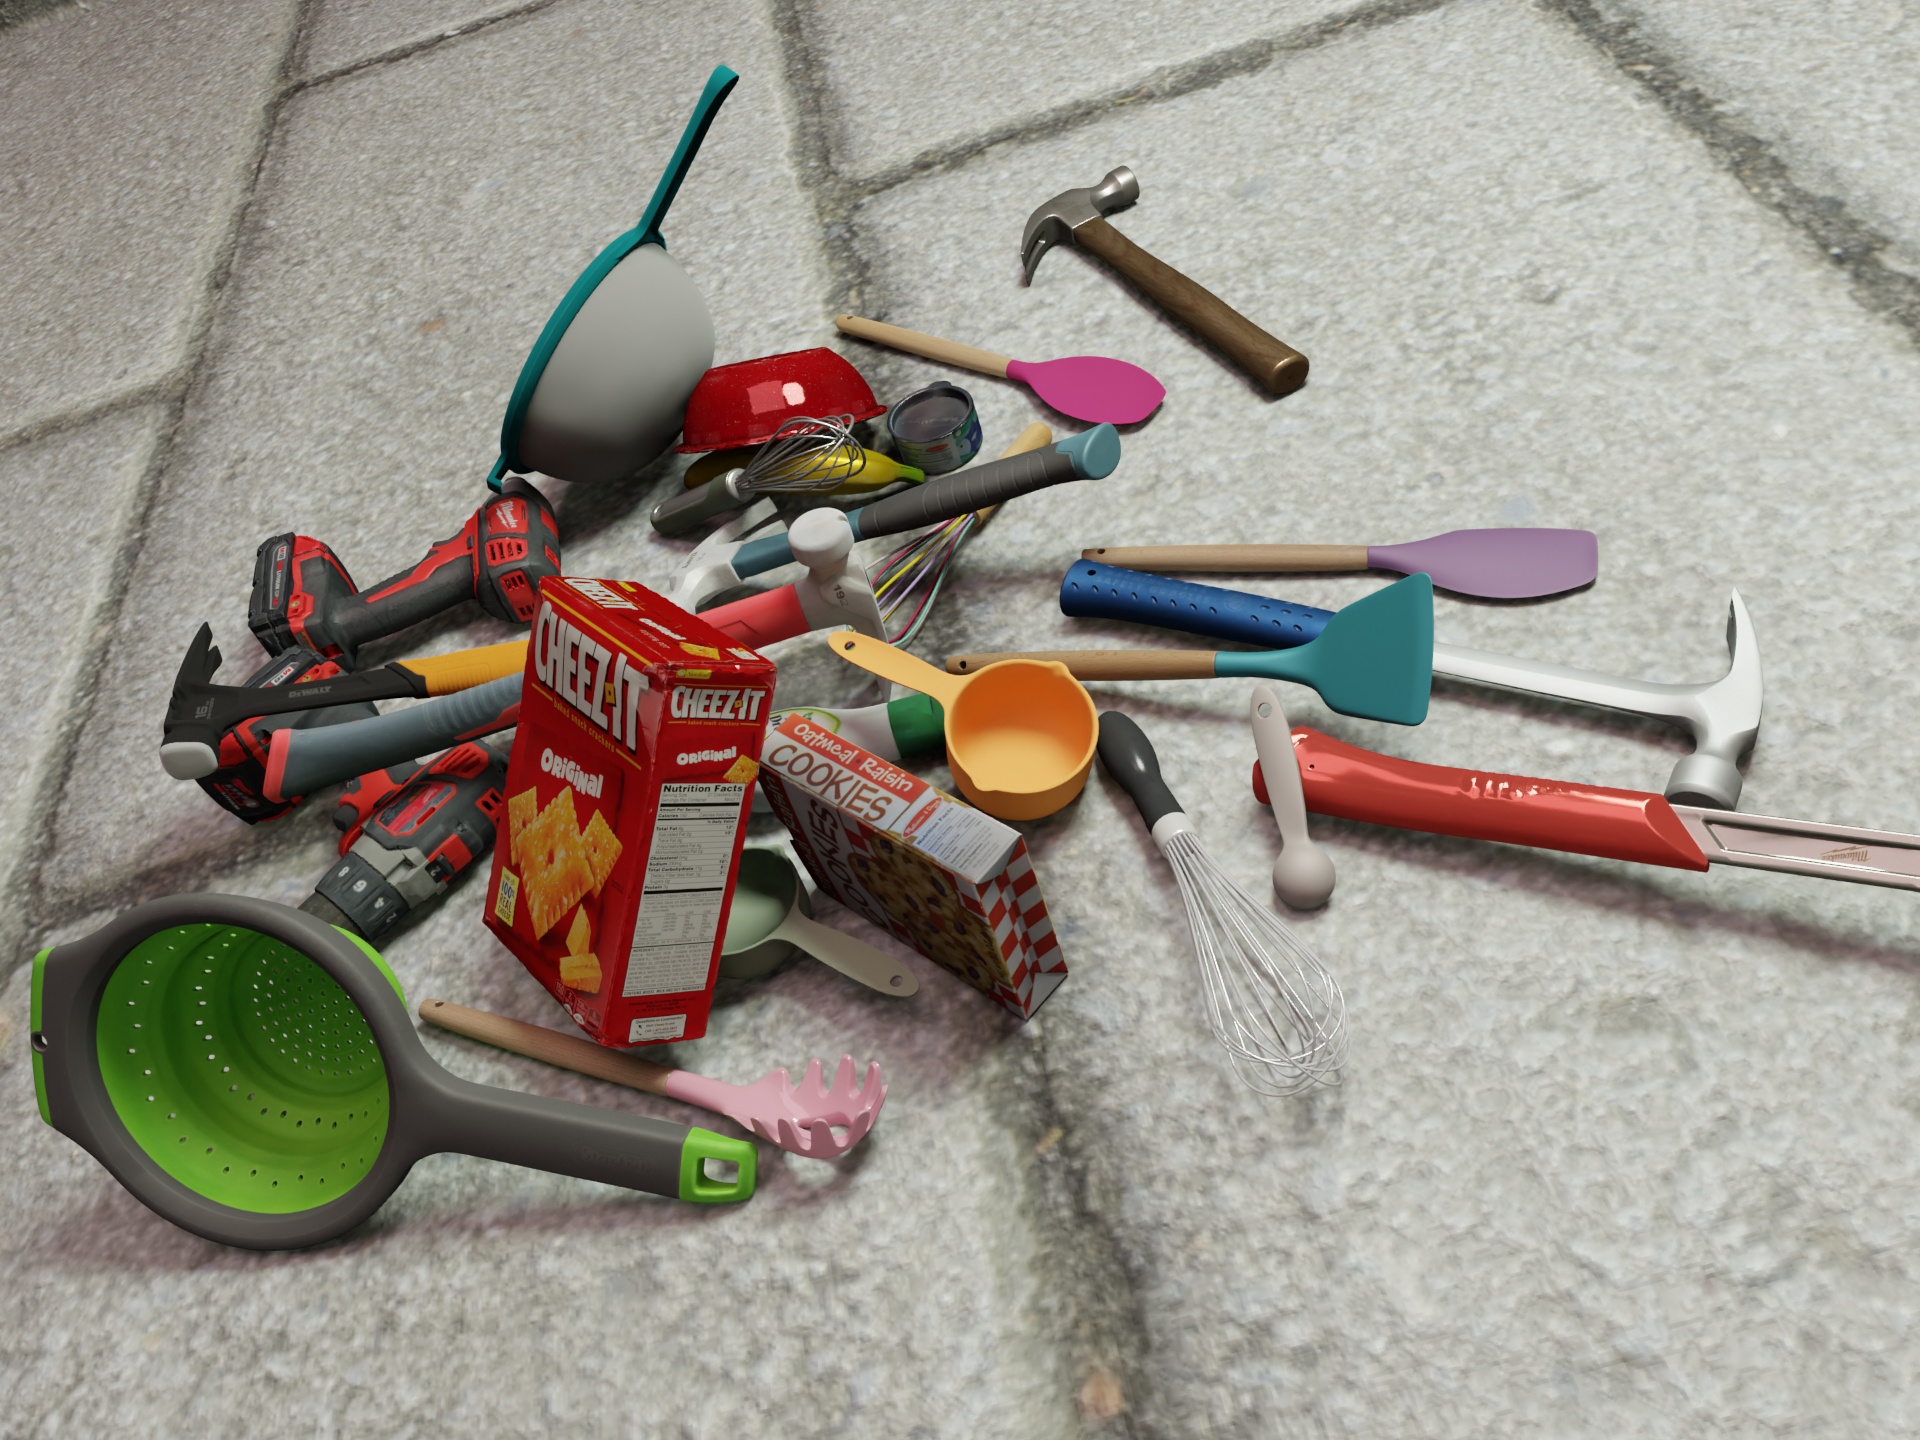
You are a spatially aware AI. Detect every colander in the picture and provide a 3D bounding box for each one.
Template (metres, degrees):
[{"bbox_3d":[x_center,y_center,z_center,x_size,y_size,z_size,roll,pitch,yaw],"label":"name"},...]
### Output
[{"bbox_3d":[-0.293,0.189,0.860,0.397,0.204,0.094,9,16,7],"label":"colander"}]

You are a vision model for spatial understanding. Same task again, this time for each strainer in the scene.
[{"bbox_3d":[-0.215,-0.302,1.166,0.095,0.340,0.211,33,27,-3],"label":"strainer"}]

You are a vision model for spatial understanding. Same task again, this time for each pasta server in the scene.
[{"bbox_3d":[-0.178,0.184,0.864,0.316,0.040,0.060,8,25,28],"label":"pasta server"}]

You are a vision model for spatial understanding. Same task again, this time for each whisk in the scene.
[{"bbox_3d":[0.125,0.082,0.840,0.070,0.070,0.285,-23,41,-2],"label":"whisk"},{"bbox_3d":[-0.149,-0.166,1.110,0.246,0.059,0.058,-11,52,49],"label":"whisk"},{"bbox_3d":[-0.005,-0.129,1.086,0.051,0.047,0.245,17,54,33],"label":"whisk"}]

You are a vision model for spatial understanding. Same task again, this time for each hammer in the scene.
[{"bbox_3d":[0.247,-0.047,0.926,0.406,0.035,0.144,14,56,30],"label":"hammer"},{"bbox_3d":[-0.335,-0.034,1.038,0.337,0.034,0.127,-8,41,-8],"label":"hammer"},{"bbox_3d":[-0.051,-0.134,1.060,0.331,0.033,0.128,-14,31,24],"label":"hammer"},{"bbox_3d":[0.317,0.059,0.787,0.359,0.036,0.149,7,78,32],"label":"hammer"},{"bbox_3d":[-0.235,-0.012,0.979,0.386,0.143,0.038,-18,44,0],"label":"hammer"},{"bbox_3d":[0.154,-0.335,1.225,0.130,0.031,0.332,-30,46,-9],"label":"hammer"}]

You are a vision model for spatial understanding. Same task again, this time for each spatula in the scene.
[{"bbox_3d":[0.122,-0.036,0.929,0.317,0.044,0.082,0,83,32],"label":"spatula"},{"bbox_3d":[0.228,-0.100,0.993,0.316,0.018,0.060,3,51,20],"label":"spatula"}]

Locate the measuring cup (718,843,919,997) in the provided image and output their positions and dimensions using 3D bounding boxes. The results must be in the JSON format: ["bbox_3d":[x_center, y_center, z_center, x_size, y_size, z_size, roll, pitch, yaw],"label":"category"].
[{"bbox_3d":[-0.086,0.126,0.886,0.168,0.038,0.083,21,59,31],"label":"measuring cup"}]

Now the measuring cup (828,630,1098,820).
[{"bbox_3d":[-0.001,-0.003,0.934,0.174,0.052,0.095,26,64,17],"label":"measuring cup"}]

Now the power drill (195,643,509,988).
[{"bbox_3d":[-0.413,0.060,1.035,0.227,0.080,0.188,26,61,32],"label":"power drill"}]

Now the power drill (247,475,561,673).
[{"bbox_3d":[-0.407,-0.112,1.191,0.219,0.078,0.143,-18,46,0],"label":"power drill"}]

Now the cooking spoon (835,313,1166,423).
[{"bbox_3d":[0.020,-0.277,1.228,0.319,0.017,0.069,24,60,34],"label":"cooking spoon"}]

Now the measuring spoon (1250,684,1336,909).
[{"bbox_3d":[0.170,0.039,0.846,0.034,0.018,0.124,-19,72,30],"label":"measuring spoon"}]
